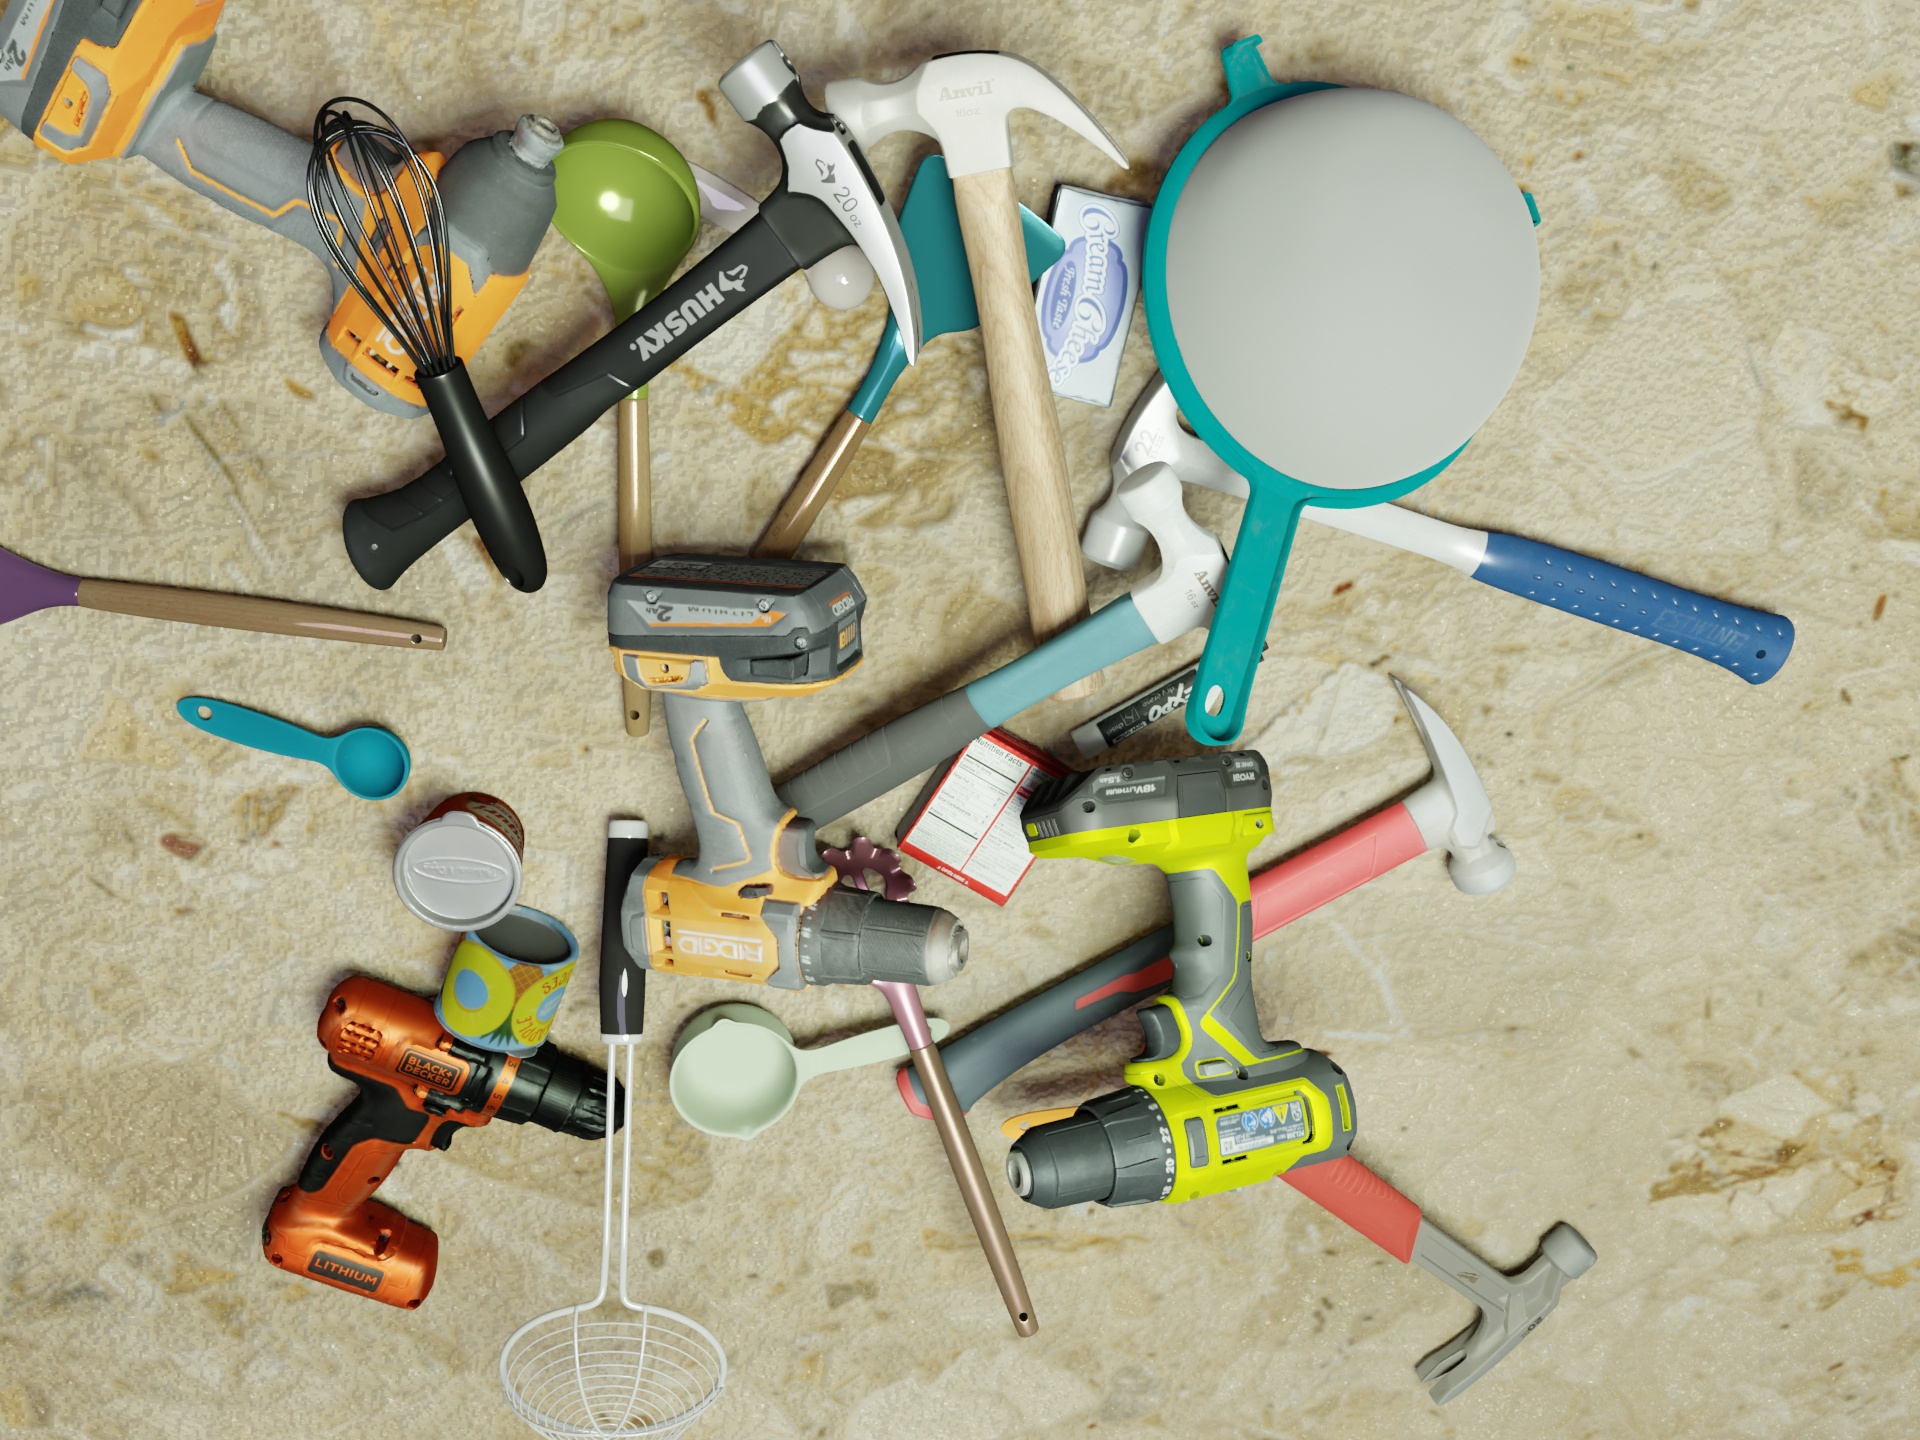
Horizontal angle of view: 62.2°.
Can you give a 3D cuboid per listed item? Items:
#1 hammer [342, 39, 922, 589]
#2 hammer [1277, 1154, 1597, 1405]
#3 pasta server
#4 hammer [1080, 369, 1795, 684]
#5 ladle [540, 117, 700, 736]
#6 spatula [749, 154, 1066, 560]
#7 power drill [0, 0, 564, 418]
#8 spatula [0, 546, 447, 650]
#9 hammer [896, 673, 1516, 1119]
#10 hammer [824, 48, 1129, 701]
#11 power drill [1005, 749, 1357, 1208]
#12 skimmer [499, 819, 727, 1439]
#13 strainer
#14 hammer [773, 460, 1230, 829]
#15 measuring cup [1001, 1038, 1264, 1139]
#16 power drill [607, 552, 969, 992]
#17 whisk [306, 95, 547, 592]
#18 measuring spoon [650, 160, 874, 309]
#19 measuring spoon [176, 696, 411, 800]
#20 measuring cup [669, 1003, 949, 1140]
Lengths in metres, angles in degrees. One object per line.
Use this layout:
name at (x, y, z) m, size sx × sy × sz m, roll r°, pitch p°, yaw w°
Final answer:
hammer at (-0.170, -0.157, 0.758) m, size 0.335 × 0.035 × 0.146 m, roll -31°, pitch 111°, yaw 21°
hammer at (0.252, 0.310, 0.987) m, size 0.358 × 0.037 × 0.149 m, roll 38°, pitch 100°, yaw -29°
pasta server at (-0.013, 0.215, 0.922) m, size 0.060 × 0.040 × 0.316 m, roll -20°, pitch 95°, yaw -2°
hammer at (0.277, -0.100, 0.874) m, size 0.405 × 0.035 × 0.144 m, roll 16°, pitch 108°, yaw -11°
ladle at (-0.169, -0.135, 0.806) m, size 0.078 × 0.062 × 0.320 m, roll 6°, pitch 113°, yaw 5°
spatula at (-0.067, -0.134, 0.823) m, size 0.082 × 0.044 × 0.317 m, roll 29°, pitch 106°, yaw -19°
power drill at (-0.296, -0.263, 0.716) m, size 0.226 × 0.084 × 0.164 m, roll 38°, pitch 121°, yaw -19°
spatula at (-0.429, -0.061, 0.827) m, size 0.316 × 0.018 × 0.059 m, roll 7°, pitch 110°, yaw -7°
hammer at (0.128, 0.121, 0.940) m, size 0.386 × 0.038 × 0.143 m, roll -29°, pitch 109°, yaw 5°
hammer at (0.034, -0.157, 0.787) m, size 0.130 × 0.031 × 0.331 m, roll -8°, pitch 120°, yaw 8°
power drill at (0.103, 0.138, 0.840) m, size 0.190 × 0.080 × 0.228 m, roll -6°, pitch 83°, yaw -23°
skimmer at (-0.194, 0.239, 0.909) m, size 0.127 × 0.090 × 0.363 m, roll 1°, pitch 86°, yaw -6°
strainer at (0.180, -0.151, 0.742) m, size 0.211 × 0.095 × 0.340 m, roll 21°, pitch 81°, yaw -20°
hammer at (-0.001, -0.003, 0.844) m, size 0.331 × 0.033 × 0.128 m, roll -29°, pitch 112°, yaw 20°
measuring cup at (0.109, 0.225, 0.970) m, size 0.173 × 0.052 × 0.095 m, roll -7°, pitch 111°, yaw -1°
power drill at (-0.088, 0.036, 0.814) m, size 0.185 × 0.084 × 0.226 m, roll 5°, pitch 110°, yaw 16°
whisk at (-0.230, -0.157, 0.713) m, size 0.055 × 0.055 × 0.238 m, roll -14°, pitch 127°, yaw -1°
measuring spoon at (-0.099, -0.244, 0.792) m, size 0.124 × 0.018 × 0.034 m, roll 28°, pitch 105°, yaw -14°
measuring spoon at (-0.359, 0.008, 0.864) m, size 0.128 × 0.021 × 0.042 m, roll 17°, pitch 109°, yaw -2°
measuring cup at (-0.091, 0.195, 0.949) m, size 0.167 × 0.038 × 0.083 m, roll -12°, pitch 111°, yaw -9°
